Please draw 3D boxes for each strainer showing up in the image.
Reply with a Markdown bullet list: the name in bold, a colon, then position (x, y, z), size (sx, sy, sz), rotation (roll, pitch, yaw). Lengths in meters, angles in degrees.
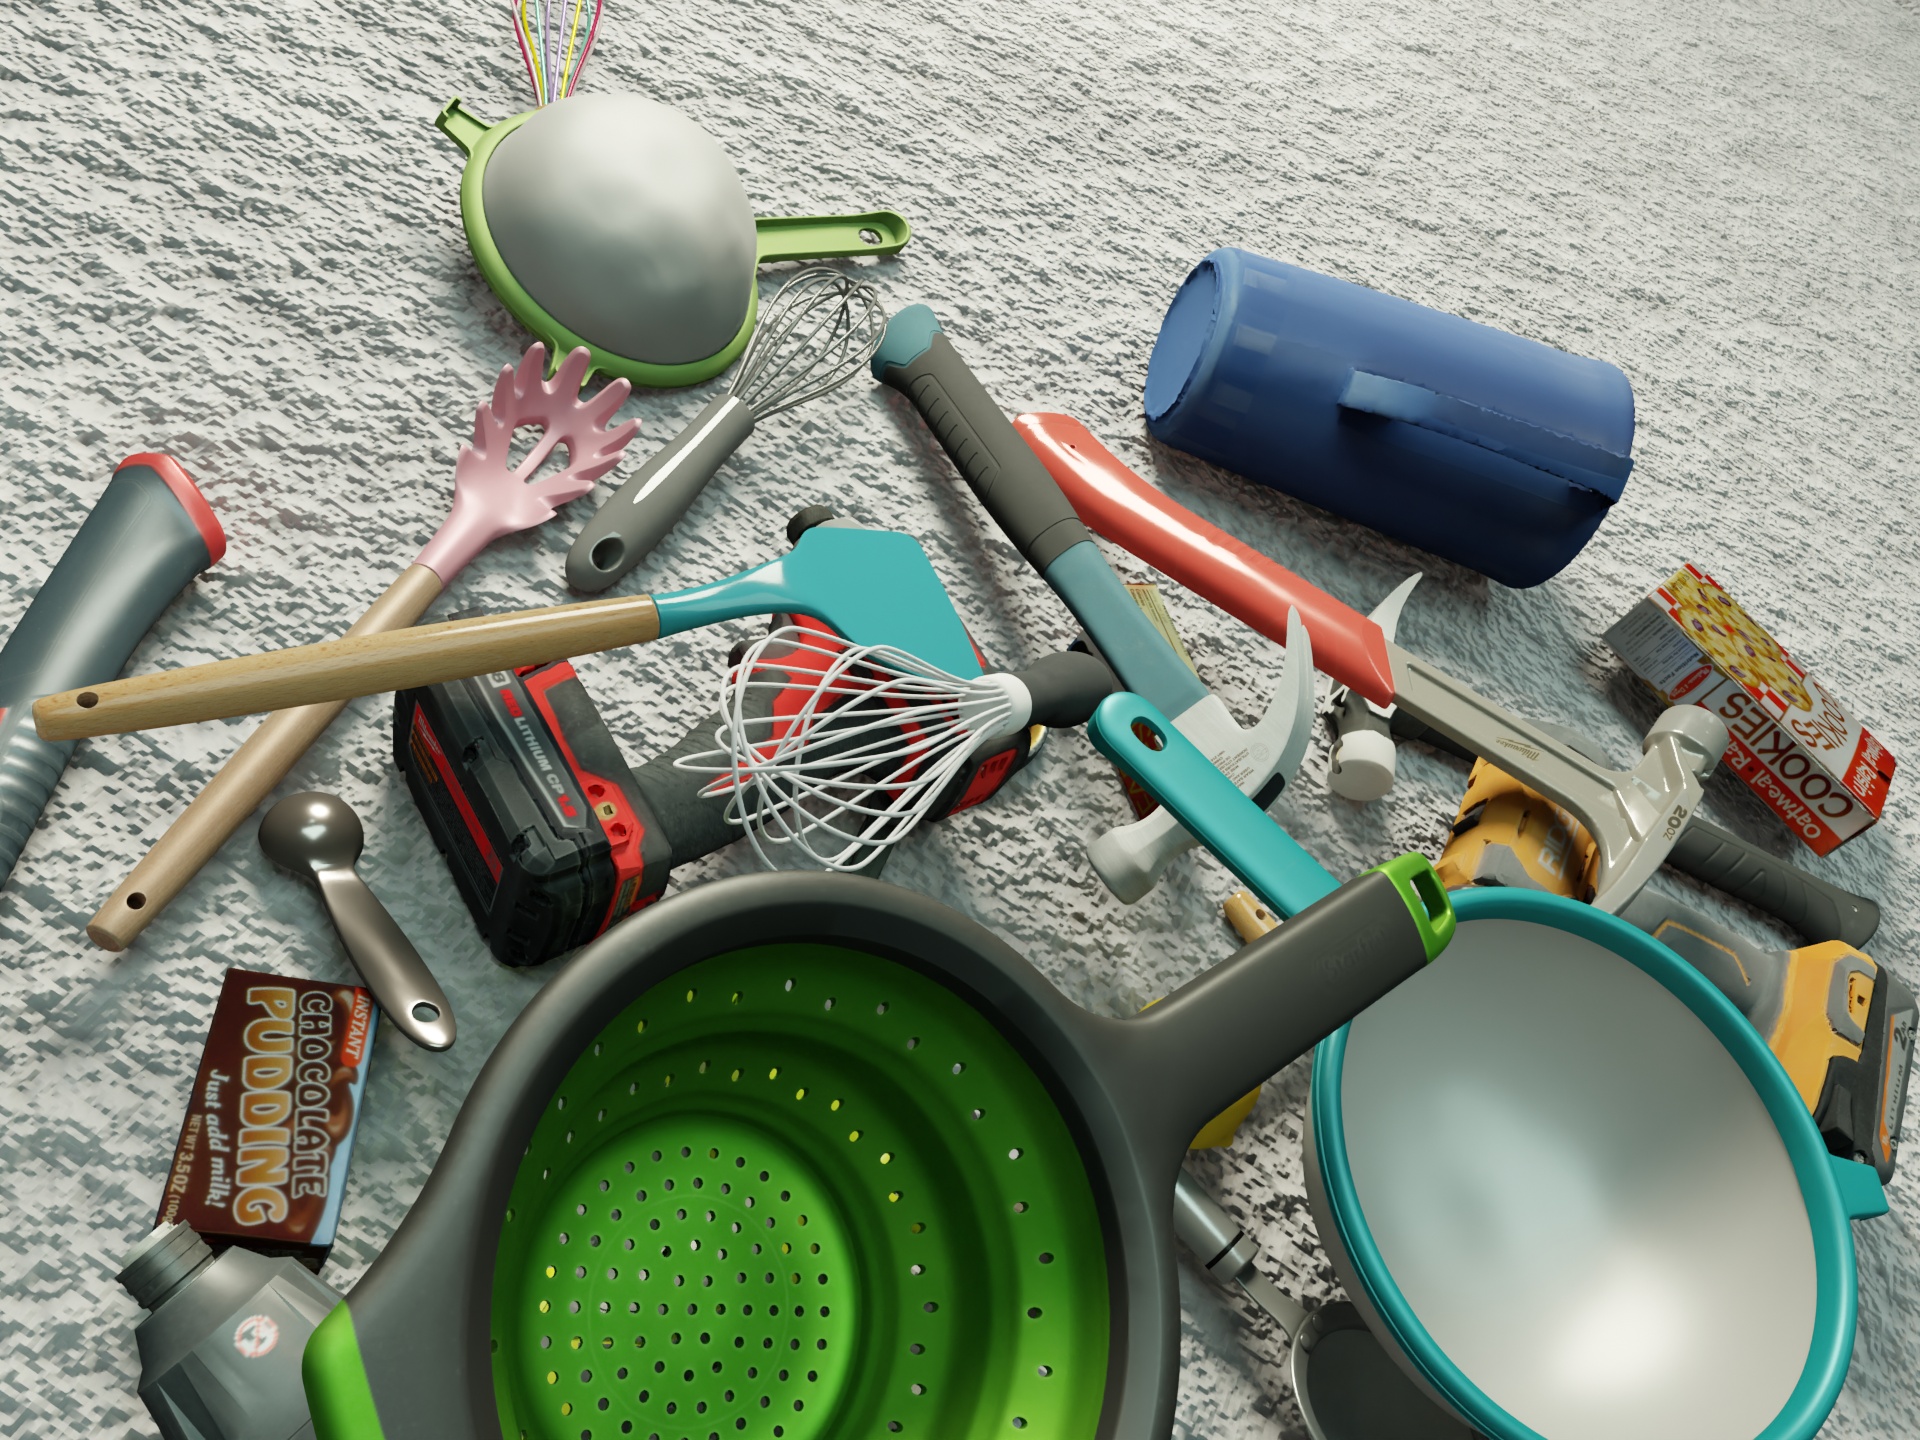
- **strainer**: position (0.161, 0.130, 0.594), size (0.340, 0.095, 0.211), rotation (45, 55, 12)
- **strainer**: position (-0.109, -0.246, 0.767), size (0.256, 0.069, 0.151), rotation (-18, 80, -41)
- **strainer**: position (0.106, 0.205, 0.588), size (0.258, 0.050, 0.087), rotation (46, 35, 16)

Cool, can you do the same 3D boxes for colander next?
- **colander**: position (0.009, 0.125, 0.458), size (0.397, 0.094, 0.204), rotation (-21, 84, -40)

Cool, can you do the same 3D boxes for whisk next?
- **whisk**: position (-0.001, -0.003, 0.529), size (0.070, 0.070, 0.284), rotation (49, 22, 11)
- **whisk**: position (-0.102, -0.135, 0.721), size (0.055, 0.055, 0.239), rotation (35, 55, -1)
- **whisk**: position (-0.208, -0.316, 0.807), size (0.047, 0.051, 0.245), rotation (-10, 61, 7)

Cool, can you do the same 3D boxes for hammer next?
- **hammer**: position (0.042, -0.080, 0.721), size (0.331, 0.128, 0.033), rotation (58, 7, 33)
- **hammer**: position (-0.326, 0.058, 0.467), size (0.143, 0.038, 0.387), rotation (17, 51, -14)
- **hammer**: position (0.342, 0.040, 0.837), size (0.334, 0.035, 0.146), rotation (25, 49, -10)
- **hammer**: position (0.157, -0.038, 0.731), size (0.359, 0.036, 0.149), rotation (35, 59, 21)

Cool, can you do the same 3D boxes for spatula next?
- **spatula**: position (-0.130, -0.023, 0.535), size (0.317, 0.044, 0.082), rotation (-12, 64, -29)

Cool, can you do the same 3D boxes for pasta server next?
- **pasta server**: position (-0.212, -0.040, 0.593), size (0.060, 0.040, 0.316), rotation (37, 46, -13)

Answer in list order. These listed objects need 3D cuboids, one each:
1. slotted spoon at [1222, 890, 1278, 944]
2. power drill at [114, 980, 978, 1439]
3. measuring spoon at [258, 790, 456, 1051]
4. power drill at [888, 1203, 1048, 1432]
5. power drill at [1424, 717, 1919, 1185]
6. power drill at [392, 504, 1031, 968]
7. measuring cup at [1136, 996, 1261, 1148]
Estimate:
- **slotted spoon**: position (0.215, 0.196, 0.662), size (0.070, 0.031, 0.314), rotation (-25, 69, -43)
- **power drill**: position (-0.110, 0.157, 0.470), size (0.171, 0.080, 0.223), rotation (51, 50, -4)
- **measuring spoon**: position (-0.194, 0.061, 0.521), size (0.034, 0.018, 0.124), rotation (-9, 42, -43)
- **power drill**: position (0.050, 0.270, 0.489), size (0.226, 0.080, 0.188), rotation (34, 48, 2)
- **power drill**: position (0.304, 0.128, 0.711), size (0.226, 0.084, 0.185), rotation (36, 57, -4)
- **power drill**: position (-0.091, -0.007, 0.604), size (0.219, 0.078, 0.143), rotation (-20, 68, -34)
- **measuring cup**: position (0.123, 0.118, 0.638), size (0.156, 0.029, 0.062), rotation (-21, 59, -39)
